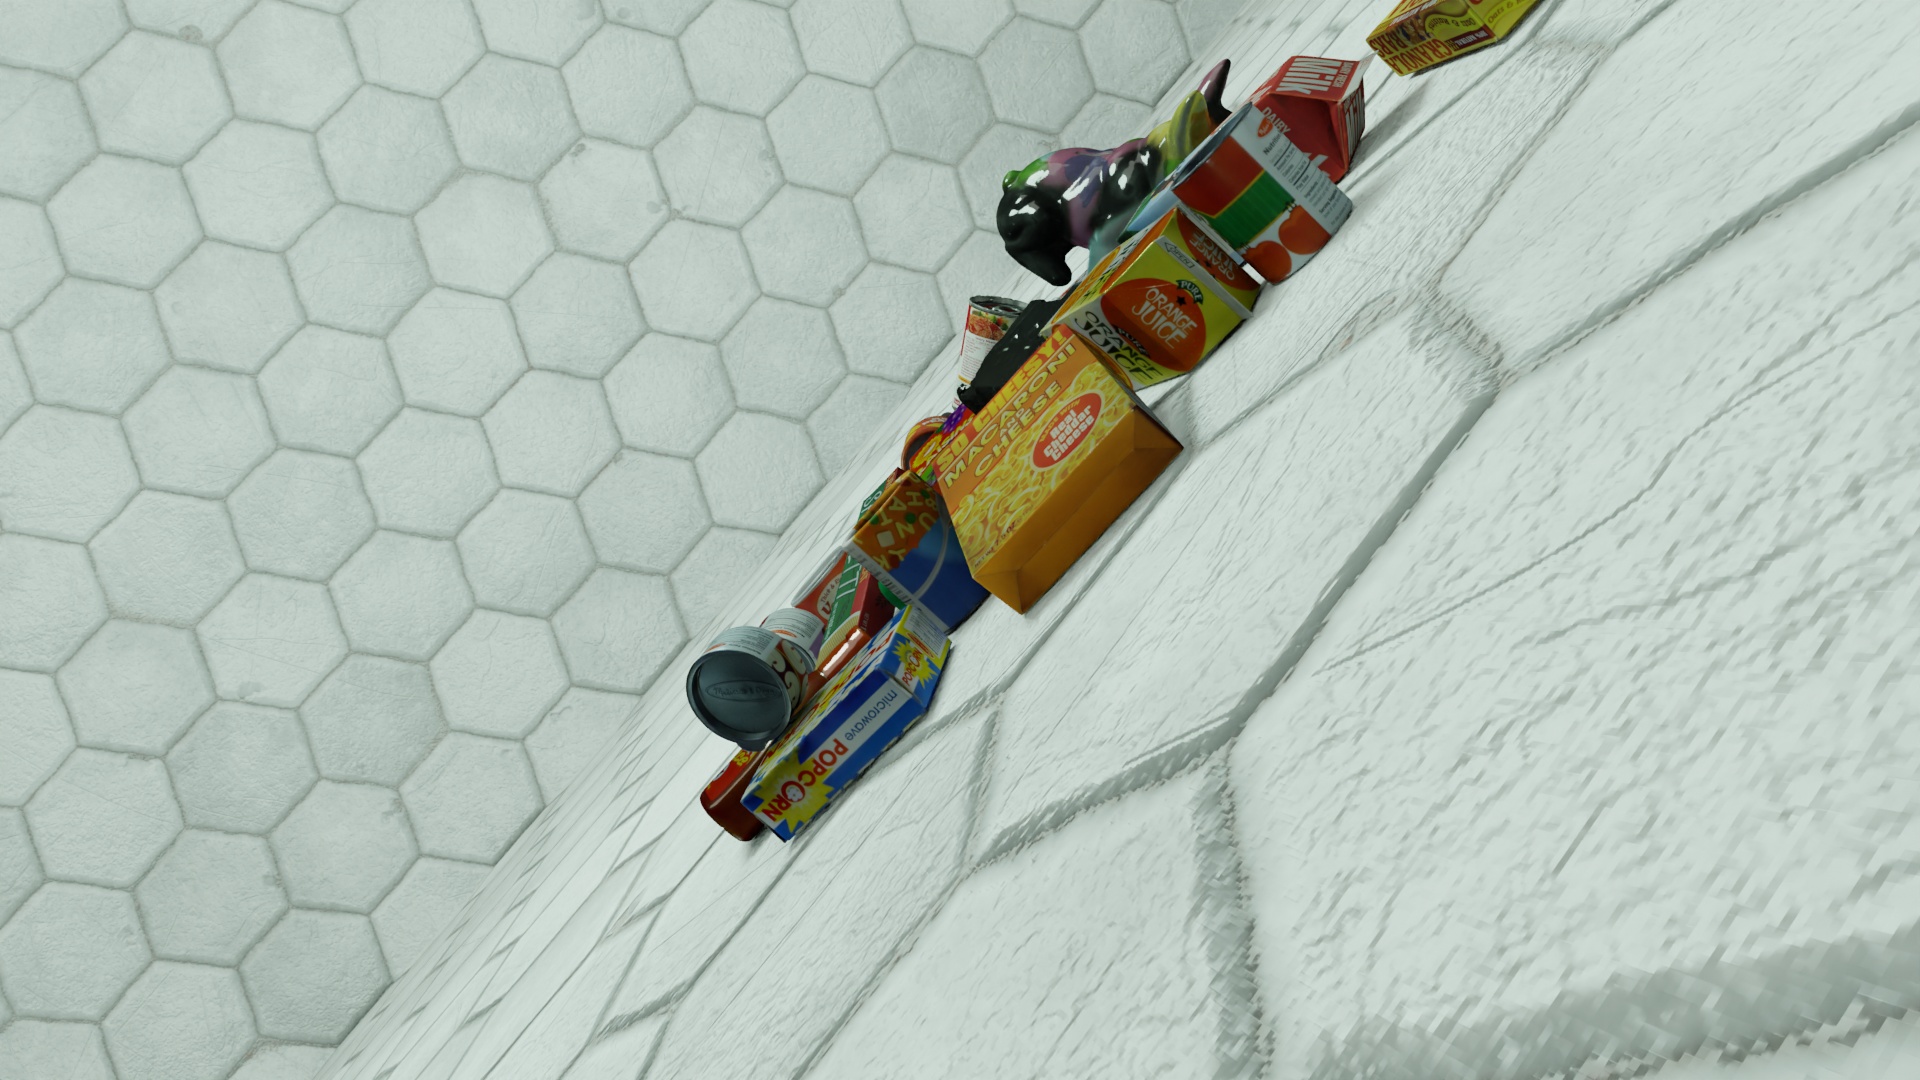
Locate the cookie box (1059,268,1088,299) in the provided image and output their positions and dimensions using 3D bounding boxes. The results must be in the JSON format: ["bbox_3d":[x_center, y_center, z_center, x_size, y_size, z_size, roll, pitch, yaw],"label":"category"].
[{"bbox_3d":[0.099,-0.201,1.322,0.166,0.040,0.123,-41,11,45],"label":"cookie box"}]

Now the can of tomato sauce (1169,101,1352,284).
[{"bbox_3d":[0.172,-0.199,0.803,0.071,0.083,0.071,-47,8,9],"label":"can of tomato sauce"}]

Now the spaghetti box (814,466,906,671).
[{"bbox_3d":[-0.067,0.028,1.042,0.050,0.028,0.251,-43,20,28],"label":"spaghetti box"}]

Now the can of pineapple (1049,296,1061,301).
[{"bbox_3d":[0.080,-0.164,1.188,0.071,0.058,0.071,-47,9,10],"label":"can of pineapple"}]

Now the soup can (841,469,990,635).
[{"bbox_3d":[-0.020,0.005,0.857,0.071,0.083,0.071,-47,8,9],"label":"soup can"}]

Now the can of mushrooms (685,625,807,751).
[{"bbox_3d":[-0.127,0.088,0.830,0.070,0.071,0.033,-44,9,28],"label":"can of mushrooms"}]

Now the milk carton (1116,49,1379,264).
[{"bbox_3d":[0.199,-0.248,0.922,0.189,0.073,0.073,-40,12,43],"label":"milk carton"}]

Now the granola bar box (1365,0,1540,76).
[{"bbox_3d":[0.328,-0.351,0.847,0.124,0.039,0.166,-47,9,7],"label":"granola bar box"}]

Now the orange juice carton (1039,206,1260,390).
[{"bbox_3d":[0.121,-0.148,0.872,0.073,0.072,0.192,-50,8,-8],"label":"orange juice carton"}]

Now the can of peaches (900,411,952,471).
[{"bbox_3d":[-0.021,-0.080,1.282,0.071,0.071,0.058,-47,9,12],"label":"can of peaches"}]

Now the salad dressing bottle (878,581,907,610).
[{"bbox_3d":[0.003,-0.012,0.956,0.147,0.044,0.064,-47,10,14],"label":"salad dressing bottle"}]

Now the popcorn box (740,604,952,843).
[{"bbox_3d":[-0.064,0.103,0.795,0.126,0.038,0.085,-45,9,22],"label":"popcorn box"}]

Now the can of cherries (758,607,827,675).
[{"bbox_3d":[-0.141,0.097,1.116,0.071,0.071,0.058,-45,9,21],"label":"can of cherries"}]

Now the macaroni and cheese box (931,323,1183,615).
[{"bbox_3d":[0.047,-0.046,0.782,0.123,0.040,0.167,-46,22,11],"label":"macaroni and cheese box"}]

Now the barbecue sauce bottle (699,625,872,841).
[{"bbox_3d":[-0.102,0.122,0.888,0.148,0.043,0.065,-49,8,-6],"label":"barbecue sauce bottle"}]

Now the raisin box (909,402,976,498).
[{"bbox_3d":[-0.001,-0.069,1.188,0.086,0.040,0.124,-48,17,13],"label":"raisin box"}]

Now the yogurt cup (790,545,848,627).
[{"bbox_3d":[-0.105,0.046,1.192,0.072,0.054,0.072,-47,9,9],"label":"yogurt cup"}]
